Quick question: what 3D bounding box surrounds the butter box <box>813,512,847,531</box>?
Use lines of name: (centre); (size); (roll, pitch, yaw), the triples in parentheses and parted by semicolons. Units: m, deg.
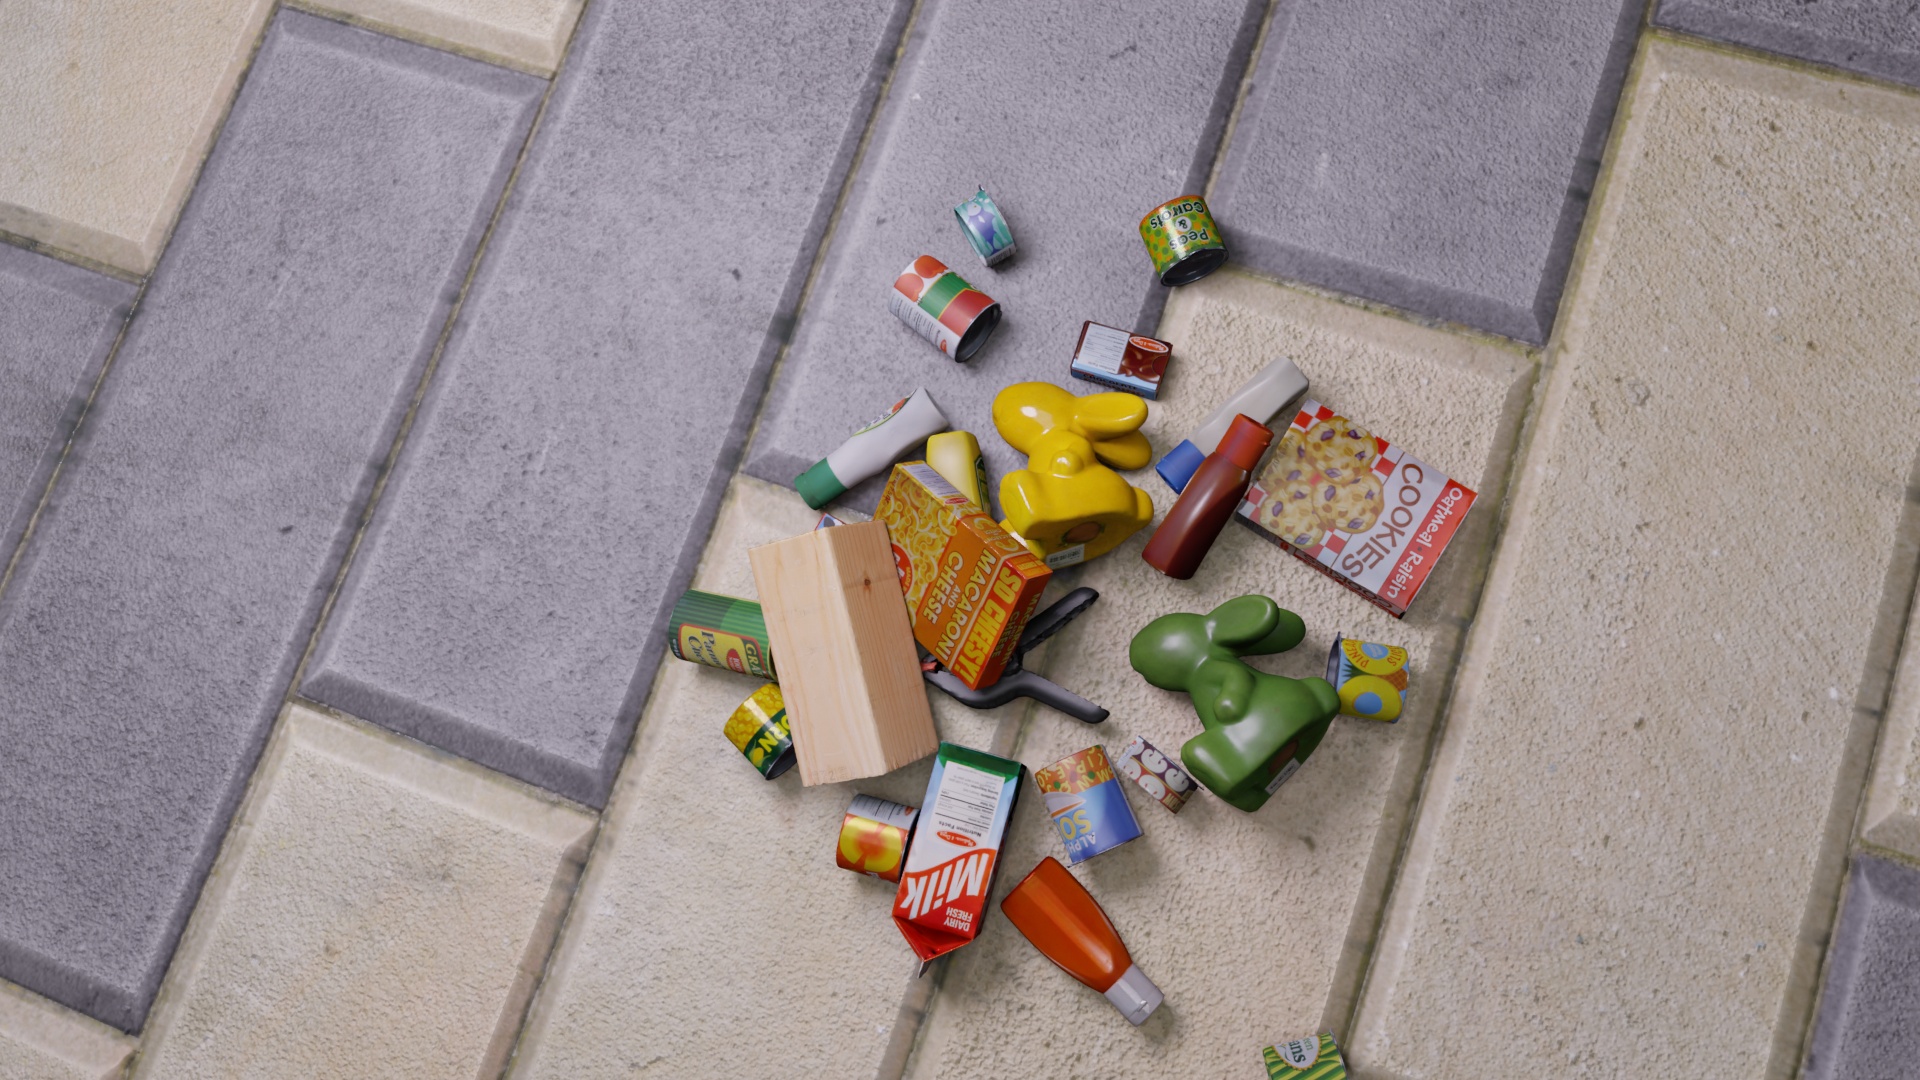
butter box: (-0.126, 0.031, 1.262); (0.053, 0.024, 0.103); (30, 83, 11)

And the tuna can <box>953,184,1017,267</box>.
tuna can: (0.022, -0.292, 1.290); (0.033, 0.071, 0.071); (-30, 77, 1)

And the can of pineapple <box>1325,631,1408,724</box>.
can of pineapple: (0.340, 0.116, 1.166); (0.058, 0.071, 0.071); (9, 80, 8)

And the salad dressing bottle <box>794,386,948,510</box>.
salad dressing bottle: (-0.082, -0.082, 1.265); (0.147, 0.064, 0.044); (-34, 98, 7)

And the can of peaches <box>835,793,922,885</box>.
can of peaches: (-0.069, 0.257, 1.187); (0.058, 0.071, 0.071); (14, 80, 10)

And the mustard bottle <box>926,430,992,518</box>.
mustard bottle: (0.004, -0.016, 1.239); (0.049, 0.065, 0.160); (-11, 83, 11)

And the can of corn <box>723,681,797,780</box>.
can of corn: (-0.164, 0.165, 1.215); (0.058, 0.071, 0.071); (43, 86, 14)

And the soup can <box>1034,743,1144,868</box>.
soup can: (0.106, 0.223, 1.171); (0.071, 0.071, 0.084); (-25, 76, 2)

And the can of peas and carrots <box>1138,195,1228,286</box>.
can of peas and carrots: (0.202, -0.273, 1.263); (0.071, 0.071, 0.059); (-21, 76, 2)

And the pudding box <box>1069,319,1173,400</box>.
pudding box: (0.147, -0.164, 1.268); (0.084, 0.030, 0.050); (17, 80, 10)

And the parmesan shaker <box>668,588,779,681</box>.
parmesan shaker: (-0.197, 0.085, 1.232); (0.103, 0.071, 0.071); (9, 80, 21)

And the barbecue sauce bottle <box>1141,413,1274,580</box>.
barbecue sauce bottle: (0.215, -0.037, 1.192); (0.044, 0.065, 0.148); (39, 108, 28)

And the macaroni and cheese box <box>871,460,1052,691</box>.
macaroni and cheese box: (-0.011, 0.028, 1.190); (0.167, 0.040, 0.123); (41, 122, 28)

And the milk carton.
milk carton: (-0.005, 0.272, 1.173); (0.073, 0.072, 0.191); (15, 79, 9)

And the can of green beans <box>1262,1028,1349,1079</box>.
can of green beans: (0.278, 0.432, 1.108); (0.058, 0.071, 0.071); (-15, 77, 4)

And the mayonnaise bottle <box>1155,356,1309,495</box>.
mayonnaise bottle: (0.239, -0.100, 1.229); (0.148, 0.065, 0.041); (-41, 89, 2)

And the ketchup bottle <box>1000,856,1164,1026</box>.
ketchup bottle: (0.105, 0.338, 1.160); (0.065, 0.043, 0.149); (-45, 77, -2)

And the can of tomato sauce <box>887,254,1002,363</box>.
can of tomato sauce: (-0.014, -0.215, 1.280); (0.083, 0.071, 0.071); (38, 85, 13)

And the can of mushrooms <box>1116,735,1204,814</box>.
can of mushrooms: (0.168, 0.199, 1.170); (0.071, 0.071, 0.033); (39, 86, 13)

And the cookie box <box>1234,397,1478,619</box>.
cookie box: (0.343, -0.028, 1.211); (0.167, 0.040, 0.123); (32, 84, 13)
